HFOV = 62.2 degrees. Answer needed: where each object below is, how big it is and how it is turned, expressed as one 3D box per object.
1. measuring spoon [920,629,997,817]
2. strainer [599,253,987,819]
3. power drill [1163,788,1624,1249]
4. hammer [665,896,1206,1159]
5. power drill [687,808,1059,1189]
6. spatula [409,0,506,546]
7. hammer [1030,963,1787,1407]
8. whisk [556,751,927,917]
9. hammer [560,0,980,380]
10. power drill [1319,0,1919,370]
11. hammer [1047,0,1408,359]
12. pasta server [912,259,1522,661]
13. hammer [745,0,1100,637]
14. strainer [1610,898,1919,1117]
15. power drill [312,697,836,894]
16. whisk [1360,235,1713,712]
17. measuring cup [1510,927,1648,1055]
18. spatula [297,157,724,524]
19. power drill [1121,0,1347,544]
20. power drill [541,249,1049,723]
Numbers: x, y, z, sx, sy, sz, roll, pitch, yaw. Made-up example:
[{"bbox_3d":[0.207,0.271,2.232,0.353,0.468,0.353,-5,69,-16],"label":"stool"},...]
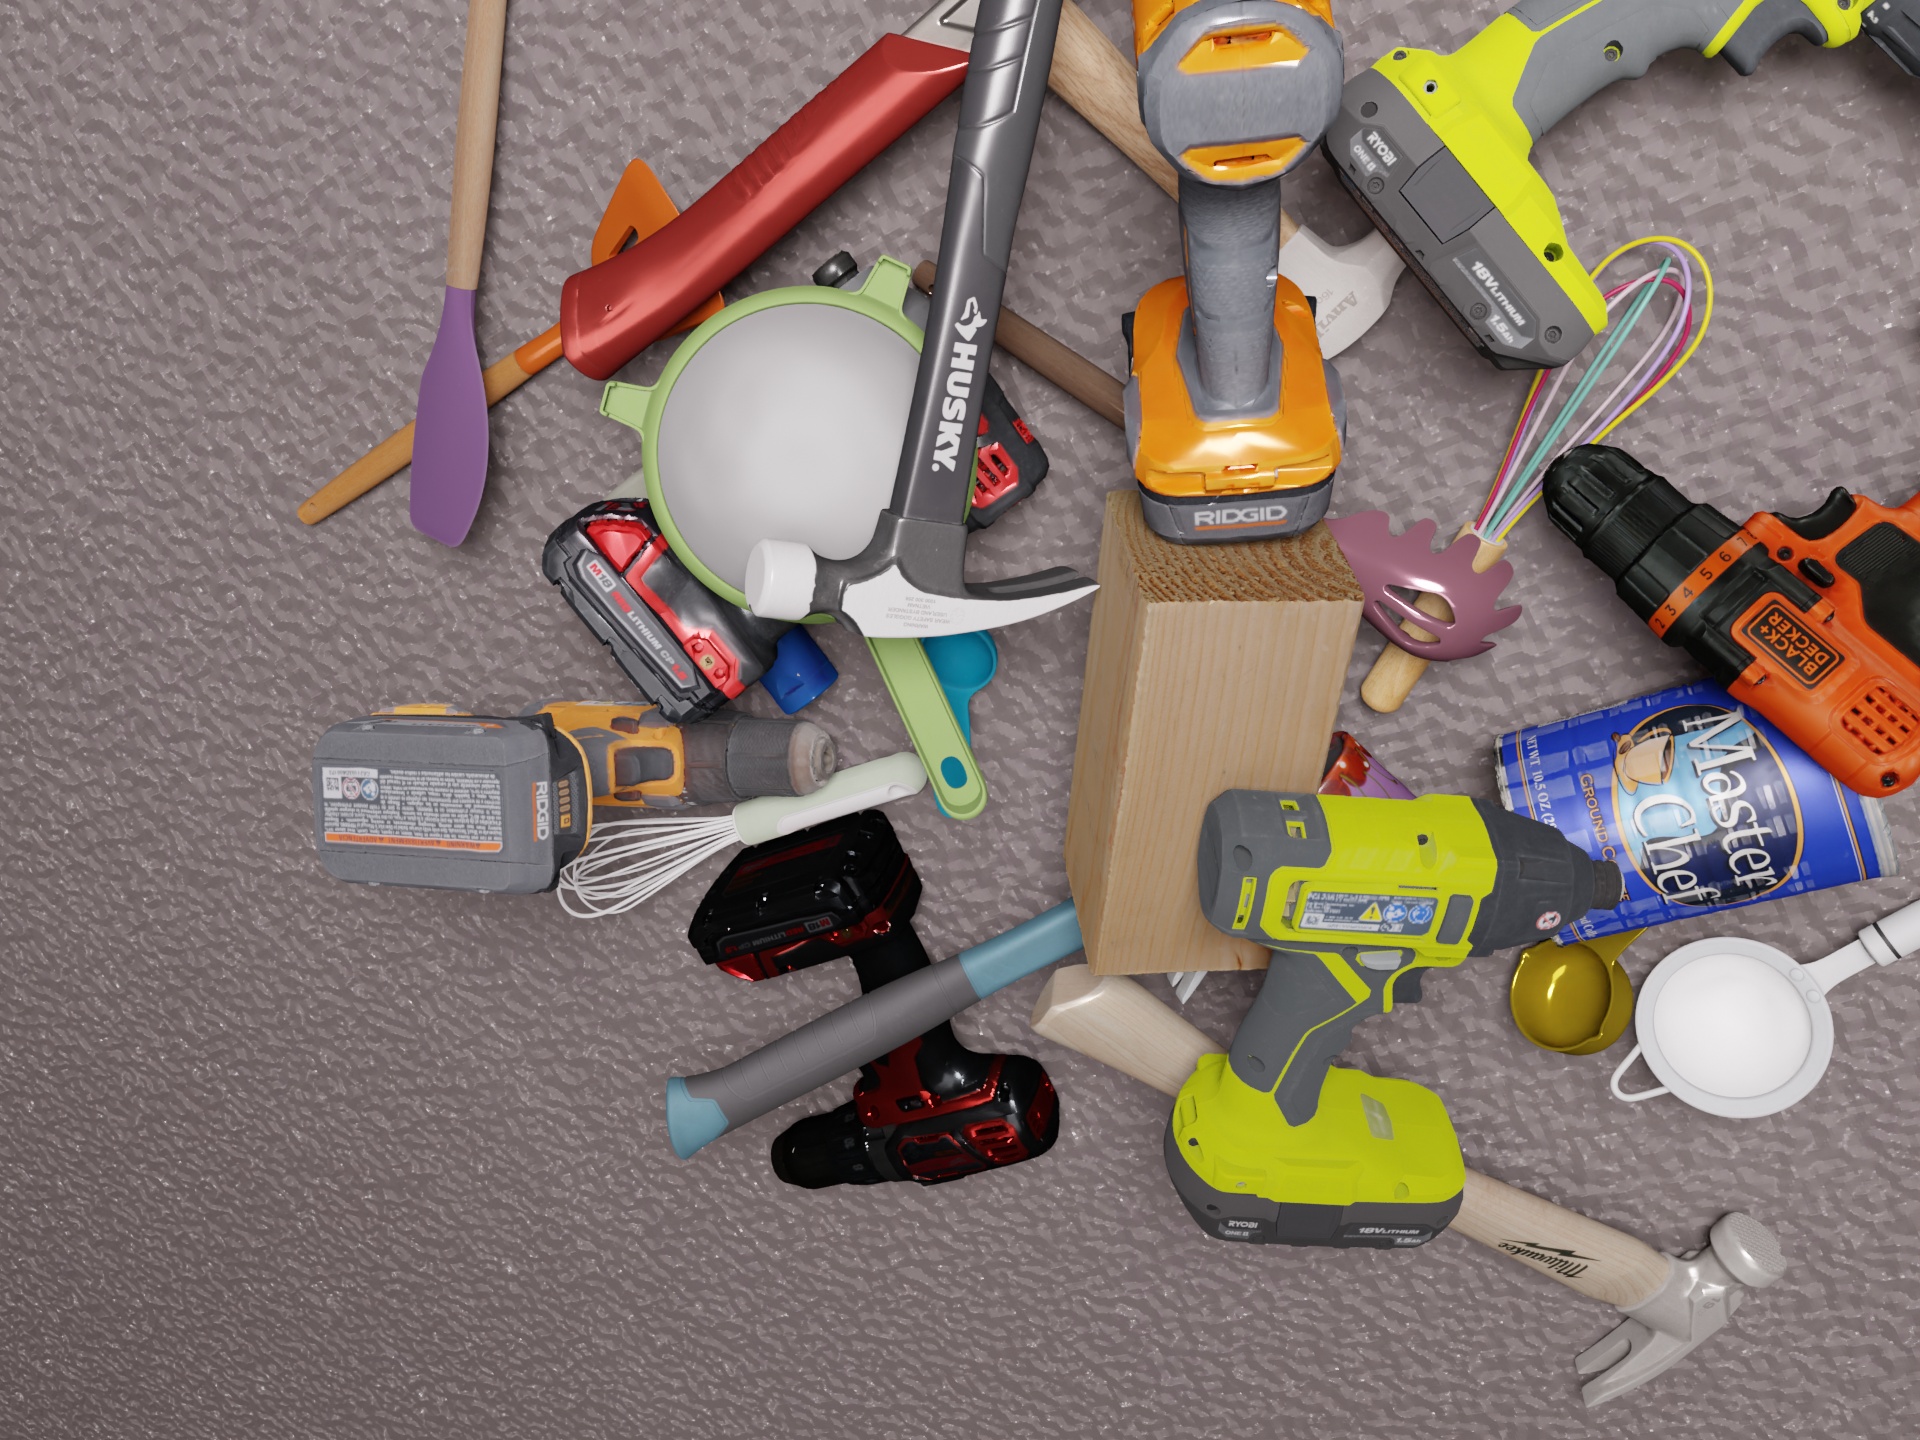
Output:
[{"bbox_3d":[-0.001,-0.003,0.848,0.042,0.021,0.128,12,127,11],"label":"measuring spoon"},{"bbox_3d":[-0.046,-0.064,0.700,0.151,0.069,0.256,-23,102,4],"label":"strainer"},{"bbox_3d":[0.180,0.131,0.701,0.171,0.080,0.223,4,125,-3],"label":"power drill"},{"bbox_3d":[-0.008,0.139,0.832,0.331,0.033,0.128,-27,109,2],"label":"hammer"},{"bbox_3d":[-0.067,0.179,0.923,0.188,0.080,0.226,-19,111,25],"label":"power drill"},{"bbox_3d":[-0.241,-0.238,0.780,0.060,0.018,0.315,24,113,30],"label":"spatula"},{"bbox_3d":[0.219,0.241,0.840,0.410,0.038,0.146,27,122,-8],"label":"hammer"},{"bbox_3d":[-0.129,0.062,0.901,0.246,0.059,0.057,-18,147,20],"label":"whisk"},{"bbox_3d":[-0.033,-0.253,0.675,0.359,0.037,0.149,-33,99,24],"label":"hammer"},{"bbox_3d":[0.268,-0.234,0.580,0.228,0.080,0.190,-39,89,18],"label":"power drill"},{"bbox_3d":[0.051,-0.278,0.682,0.331,0.031,0.130,42,120,-4],"label":"hammer"},{"bbox_3d":[0.109,-0.123,0.724,0.316,0.040,0.060,36,130,11],"label":"pasta server"},{"bbox_3d":[0.013,-0.194,0.626,0.146,0.035,0.334,4,107,-24],"label":"hammer"},{"bbox_3d":[0.425,0.110,0.747,0.258,0.050,0.087,-37,76,24],"label":"strainer"},{"bbox_3d":[-0.182,0.028,0.800,0.185,0.226,0.084,2,97,18],"label":"power drill"},{"bbox_3d":[0.247,-0.098,0.702,0.047,0.051,0.244,24,123,-1],"label":"whisk"},{"bbox_3d":[0.334,0.101,0.776,0.029,0.062,0.156,24,112,-34],"label":"measuring cup"},{"bbox_3d":[-0.248,-0.174,0.826,0.322,0.041,0.081,-25,100,28],"label":"spatula"},{"bbox_3d":[0.097,-0.195,0.588,0.084,0.164,0.226,-4,141,7],"label":"power drill"},{"bbox_3d":[-0.083,-0.111,0.760,0.219,0.078,0.143,-35,102,10],"label":"power drill"}]
